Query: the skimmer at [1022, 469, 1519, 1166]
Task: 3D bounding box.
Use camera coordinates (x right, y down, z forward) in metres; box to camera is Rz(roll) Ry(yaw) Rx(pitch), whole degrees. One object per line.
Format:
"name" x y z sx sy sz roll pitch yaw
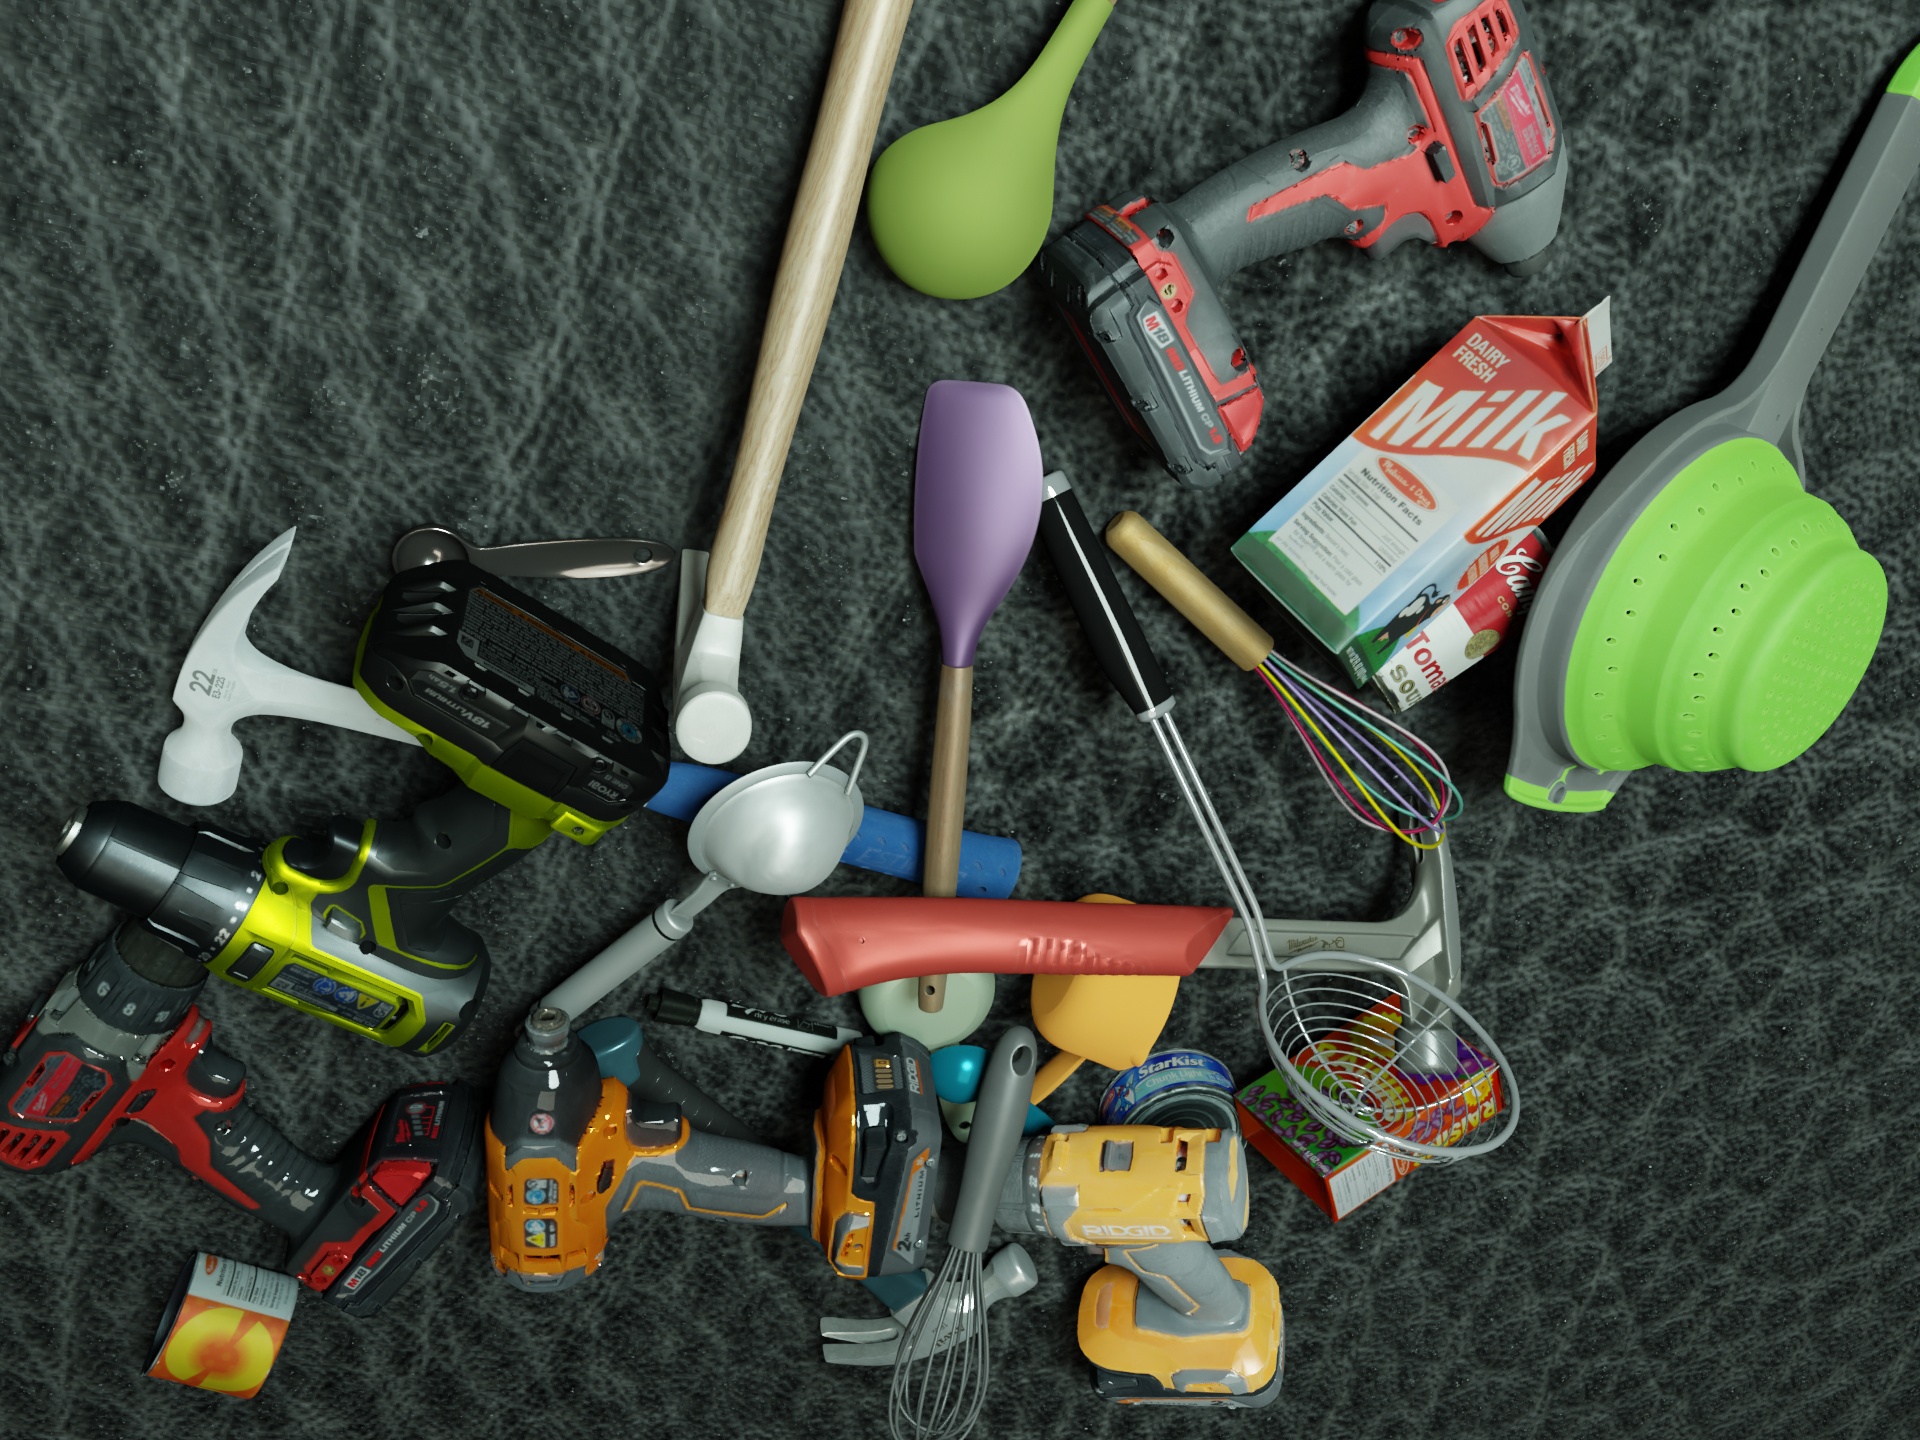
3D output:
"skimmer" 0.141 0.039 0.739 0.090 0.127 0.363 -23 96 38

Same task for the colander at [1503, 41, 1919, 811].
"colander" 0.396 -0.116 0.737 0.204 0.095 0.397 8 110 -41

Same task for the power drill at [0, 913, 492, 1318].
"power drill" -0.349 0.185 0.801 0.226 0.080 0.188 36 106 -22

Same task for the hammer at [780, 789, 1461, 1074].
"hammer" 0.090 0.100 0.793 0.359 0.036 0.149 4 75 -18

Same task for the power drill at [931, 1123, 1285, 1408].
"power drill" 0.088 0.314 0.927 0.185 0.084 0.226 -6 131 19

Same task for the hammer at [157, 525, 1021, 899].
"hammer" -0.157 0.024 0.763 0.405 0.035 0.144 16 123 -20

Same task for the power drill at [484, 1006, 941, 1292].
"power drill" -0.128 0.215 0.817 0.226 0.084 0.164 2 120 -9

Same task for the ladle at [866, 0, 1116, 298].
"ladle" 0.064 -0.313 0.633 0.078 0.062 0.320 26 104 -28

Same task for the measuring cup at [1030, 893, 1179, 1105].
"measuring cup" 0.054 0.163 0.872 0.052 0.095 0.173 23 130 -16

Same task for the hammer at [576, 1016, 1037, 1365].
"hammer" -0.099 0.274 0.920 0.128 0.033 0.330 -38 118 9

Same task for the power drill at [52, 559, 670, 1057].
"power drill" -0.254 0.041 0.688 0.190 0.080 0.228 34 117 -30

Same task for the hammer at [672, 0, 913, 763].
"hammer" -0.071 -0.155 0.658 0.031 0.130 0.331 12 104 -17

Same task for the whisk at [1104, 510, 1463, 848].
"whisk" 0.163 -0.017 0.789 0.244 0.051 0.047 40 73 -16

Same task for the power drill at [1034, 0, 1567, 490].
"power drill" 0.156 -0.205 0.681 0.219 0.079 0.143 -35 126 5

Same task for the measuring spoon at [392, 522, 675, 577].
"measuring spoon" -0.193 -0.077 0.724 0.124 0.018 0.034 -3 128 -17

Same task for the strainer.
"strainer" -0.133 0.095 0.776 0.258 0.050 0.086 -37 139 23

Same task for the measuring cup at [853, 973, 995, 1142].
"measuring cup" -0.009 0.182 0.883 0.083 0.038 0.167 -15 118 -3

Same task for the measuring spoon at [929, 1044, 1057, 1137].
"measuring spoon" 0.025 0.220 0.888 0.042 0.021 0.128 -26 130 23

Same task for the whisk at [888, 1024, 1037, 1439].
"whisk" 0.007 0.278 0.848 0.055 0.055 0.239 12 94 -17

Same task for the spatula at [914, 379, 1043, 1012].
"spatula" -0.001 -0.002 0.764 0.060 0.018 0.315 7 108 6
